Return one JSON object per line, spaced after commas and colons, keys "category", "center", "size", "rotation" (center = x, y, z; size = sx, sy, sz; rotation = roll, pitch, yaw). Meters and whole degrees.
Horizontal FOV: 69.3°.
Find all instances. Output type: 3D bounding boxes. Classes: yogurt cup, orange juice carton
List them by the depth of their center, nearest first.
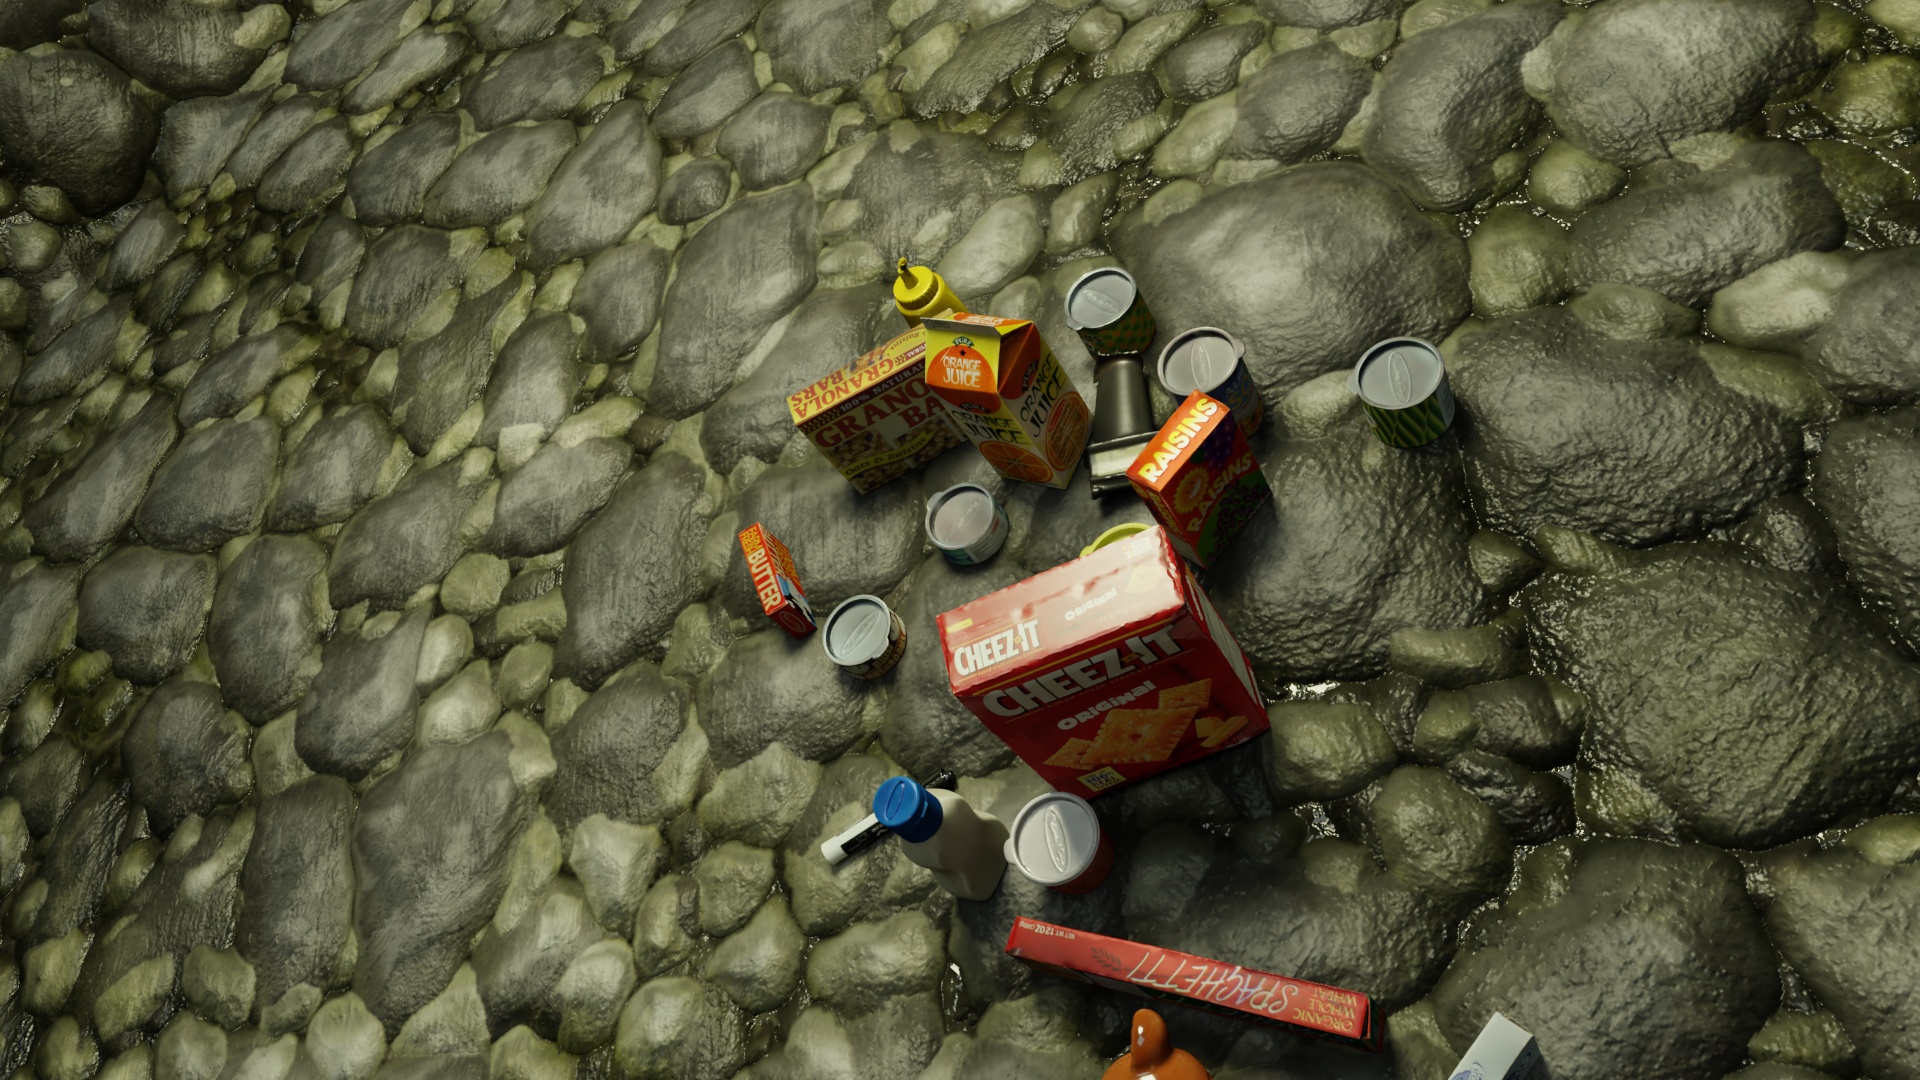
{"category": "yogurt cup", "center": [0.076, 0.221, 0.999], "size": [0.072, 0.053, 0.073], "rotation": [-14, 56, 21]}
{"category": "orange juice carton", "center": [0.037, -0.124, 1.145], "size": [0.072, 0.192, 0.073], "rotation": [13, 69, 34]}

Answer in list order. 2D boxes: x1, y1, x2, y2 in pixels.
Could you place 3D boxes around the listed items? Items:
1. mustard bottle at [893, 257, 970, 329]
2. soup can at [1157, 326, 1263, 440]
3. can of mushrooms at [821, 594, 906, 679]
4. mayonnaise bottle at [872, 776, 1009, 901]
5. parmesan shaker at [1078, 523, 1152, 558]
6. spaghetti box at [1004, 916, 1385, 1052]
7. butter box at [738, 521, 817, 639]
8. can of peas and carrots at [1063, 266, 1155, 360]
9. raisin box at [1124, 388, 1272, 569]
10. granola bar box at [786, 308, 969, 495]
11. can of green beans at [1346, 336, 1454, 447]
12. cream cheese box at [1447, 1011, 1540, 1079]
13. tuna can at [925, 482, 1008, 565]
{"category": "mustard bottle", "center": [-0.022, -0.201, 1.245], "size": [0.049, 0.159, 0.065], "rotation": [-47, 51, -4]}
{"category": "soup can", "center": [0.206, -0.122, 1.122], "size": [0.071, 0.083, 0.071], "rotation": [-14, 56, 21]}
{"category": "can of mushrooms", "center": [-0.080, 0.084, 1.182], "size": [0.071, 0.033, 0.071], "rotation": [-13, 56, 21]}
{"category": "mayonnaise bottle", "center": [-0.013, 0.209, 0.994], "size": [0.041, 0.147, 0.065], "rotation": [6, 65, 31]}
{"category": "parmesan shaker", "center": [0.139, 0.039, 1.046], "size": [0.071, 0.103, 0.071], "rotation": [-14, 56, 21]}
{"category": "spaghetti box", "center": [0.151, 0.292, 0.918], "size": [0.250, 0.050, 0.029], "rotation": [4, 64, 30]}
{"category": "butter box", "center": [-0.164, 0.036, 1.244], "size": [0.024, 0.053, 0.104], "rotation": [-32, 51, 8]}
{"category": "can of peas and carrots", "center": [0.131, -0.196, 1.224], "size": [0.071, 0.058, 0.071], "rotation": [-14, 56, 21]}
{"category": "raisin box", "center": [0.184, -0.045, 1.061], "size": [0.086, 0.123, 0.040], "rotation": [-49, 51, -6]}
{"category": "granola bar box", "center": [-0.050, -0.119, 1.233], "size": [0.165, 0.124, 0.039], "rotation": [-28, 52, 11]}
{"category": "can of green beans", "center": [0.339, -0.113, 1.061], "size": [0.071, 0.057, 0.071], "rotation": [-14, 56, 21]}
{"category": "cream cheese box", "center": [0.299, 0.329, 0.813], "size": [0.024, 0.053, 0.104], "rotation": [32, 80, 38]}
{"category": "tuna can", "center": [0.004, -0.015, 1.198], "size": [0.071, 0.032, 0.071], "rotation": [-13, 56, 21]}
